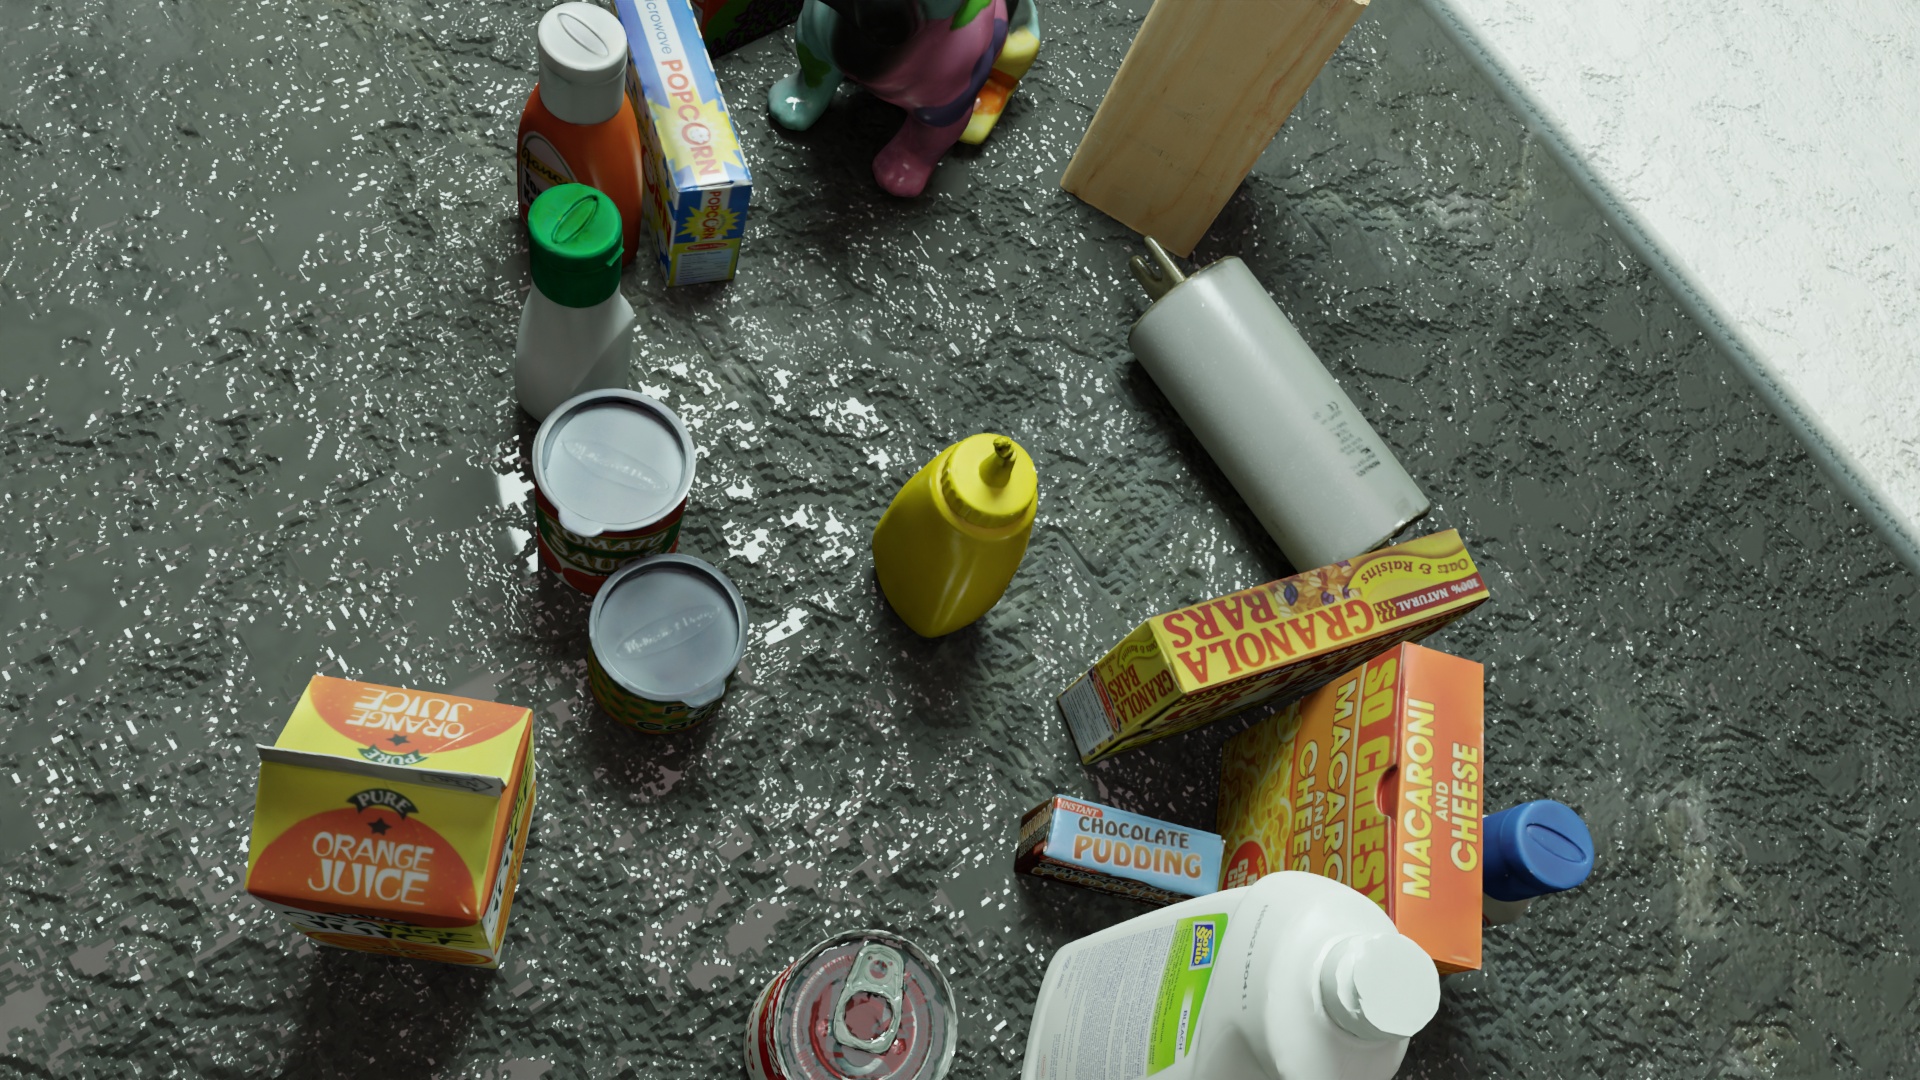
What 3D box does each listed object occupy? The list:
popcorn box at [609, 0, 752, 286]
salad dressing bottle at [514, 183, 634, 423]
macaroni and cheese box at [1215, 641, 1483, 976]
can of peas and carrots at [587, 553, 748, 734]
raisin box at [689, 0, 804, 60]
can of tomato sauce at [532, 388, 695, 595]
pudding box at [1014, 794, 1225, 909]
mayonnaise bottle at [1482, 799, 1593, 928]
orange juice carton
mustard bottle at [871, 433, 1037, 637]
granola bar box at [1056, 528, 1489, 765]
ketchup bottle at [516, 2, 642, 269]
[{"bbox_3d":[-0.144,-0.204,0.700,0.038,0.085,0.127,-14,72,-21],"label":"popcorn box"},{"bbox_3d":[-0.170,-0.099,0.611,0.044,0.147,0.064,31,63,-2],"label":"salad dressing bottle"},{"bbox_3d":[0.159,0.129,0.598,0.040,0.165,0.124,15,64,-10],"label":"macaroni and cheese box"},{"bbox_3d":[-0.128,0.049,0.609,0.071,0.058,0.071,6,66,-14],"label":"can of peas and carrots"},{"bbox_3d":[-0.111,-0.321,0.739,0.086,0.123,0.040,-35,81,-26],"label":"raisin box"},{"bbox_3d":[-0.155,-0.017,0.616,0.071,0.082,0.071,6,66,-14],"label":"can of tomato sauce"},{"bbox_3d":[0.072,0.143,0.632,0.084,0.049,0.030,16,64,-9],"label":"pudding box"},{"bbox_3d":[0.217,0.148,0.617,0.065,0.147,0.041,29,63,-3],"label":"mayonnaise bottle"},{"bbox_3d":[-0.195,0.101,0.492,0.072,0.191,0.073,12,65,-11],"label":"orange juice carton"},{"bbox_3d":[0.002,-0.008,0.615,0.049,0.159,0.065,-27,77,-24],"label":"mustard bottle"},{"bbox_3d":[0.143,0.052,0.650,0.166,0.123,0.039,-14,72,-21],"label":"granola bar box"},{"bbox_3d":[-0.176,-0.185,0.646,0.065,0.148,0.044,41,63,3],"label":"ketchup bottle"}]
